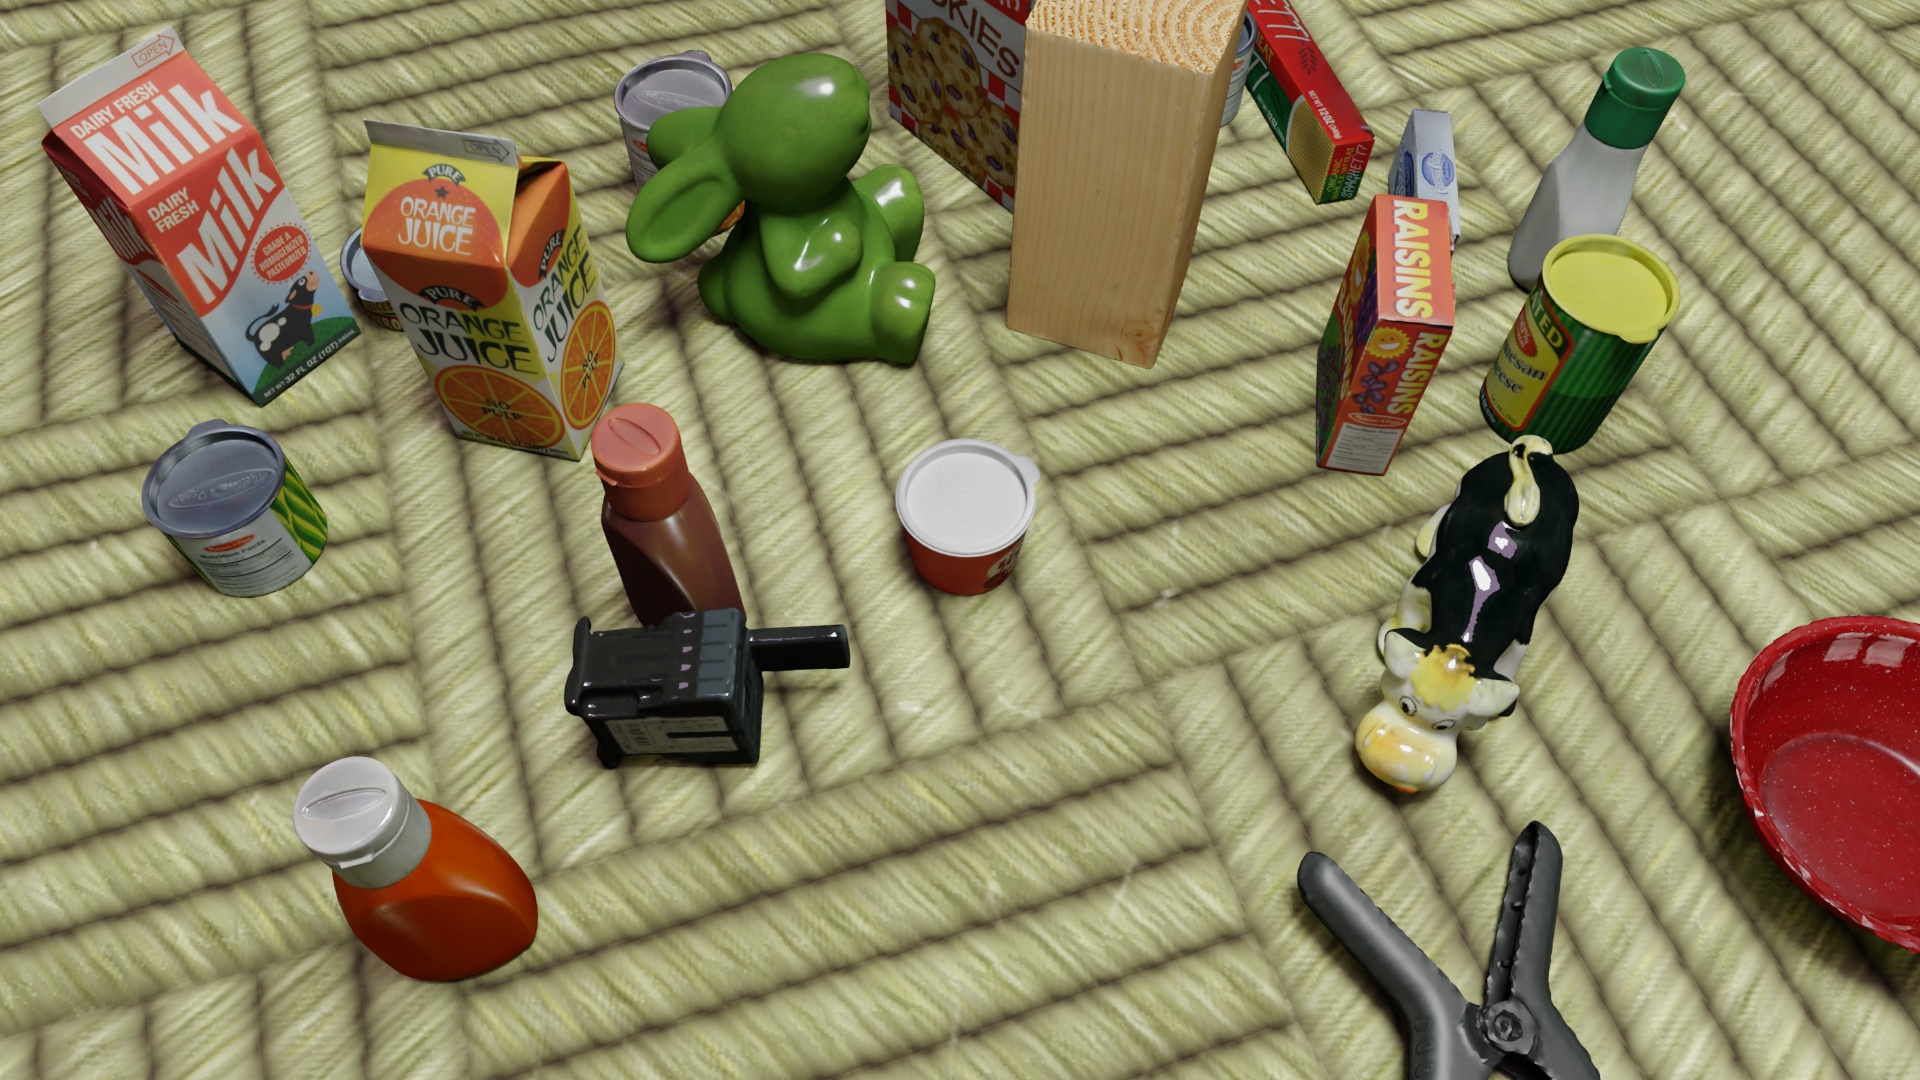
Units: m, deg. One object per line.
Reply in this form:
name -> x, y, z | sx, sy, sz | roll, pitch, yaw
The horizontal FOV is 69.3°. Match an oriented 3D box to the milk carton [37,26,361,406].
milk carton -> -0.386, -0.163, 0.703 | 0.073, 0.189, 0.072 | 33, 63, 18

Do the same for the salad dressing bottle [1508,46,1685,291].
salad dressing bottle -> 0.347, -0.199, 0.762 | 0.044, 0.147, 0.064 | 3, 58, 1

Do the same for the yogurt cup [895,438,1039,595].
yogurt cup -> 0.002, -0.009, 0.691 | 0.072, 0.053, 0.073 | 0, 58, -1

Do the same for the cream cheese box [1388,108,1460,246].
cream cheese box -> 0.271, -0.198, 0.816 | 0.024, 0.053, 0.104 | 7, 58, 4

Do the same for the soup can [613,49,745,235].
soup can -> -0.160, -0.230, 0.812 | 0.071, 0.083, 0.071 | 0, 58, -1

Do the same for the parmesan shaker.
parmesan shaker -> 0.319, -0.097, 0.723 | 0.071, 0.102, 0.071 | 0, 58, 0

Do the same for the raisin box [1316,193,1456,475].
raisin box -> 0.216, -0.103, 0.713 | 0.040, 0.122, 0.086 | 8, 58, 4

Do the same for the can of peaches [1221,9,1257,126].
can of peaches -> 0.149, -0.303, 0.878 | 0.071, 0.057, 0.071 | 0, 58, -1

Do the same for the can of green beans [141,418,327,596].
can of green beans -> -0.356, -0.014, 0.687 | 0.071, 0.057, 0.071 | 0, 58, -1

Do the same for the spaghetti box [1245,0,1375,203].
spaghetti box -> 0.197, -0.321, 0.895 | 0.029, 0.050, 0.251 | -13, 59, -9

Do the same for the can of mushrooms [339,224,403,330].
can of mushrooms -> -0.315, -0.152, 0.790 | 0.071, 0.033, 0.071 | 0, 58, -1

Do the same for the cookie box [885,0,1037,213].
cookie box -> 0.008, -0.287, 0.801 | 0.040, 0.166, 0.123 | -36, 65, -21

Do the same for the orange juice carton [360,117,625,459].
orange juice carton -> -0.228, -0.127, 0.681 | 0.072, 0.191, 0.073 | 11, 58, 6

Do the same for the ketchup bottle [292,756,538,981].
ketchup bottle -> -0.214, 0.131, 0.543 | 0.065, 0.148, 0.044 | -13, 59, -9

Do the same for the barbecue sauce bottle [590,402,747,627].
barbecue sauce bottle -> -0.135, -0.003, 0.630 | 0.065, 0.147, 0.044 | 34, 63, 19
